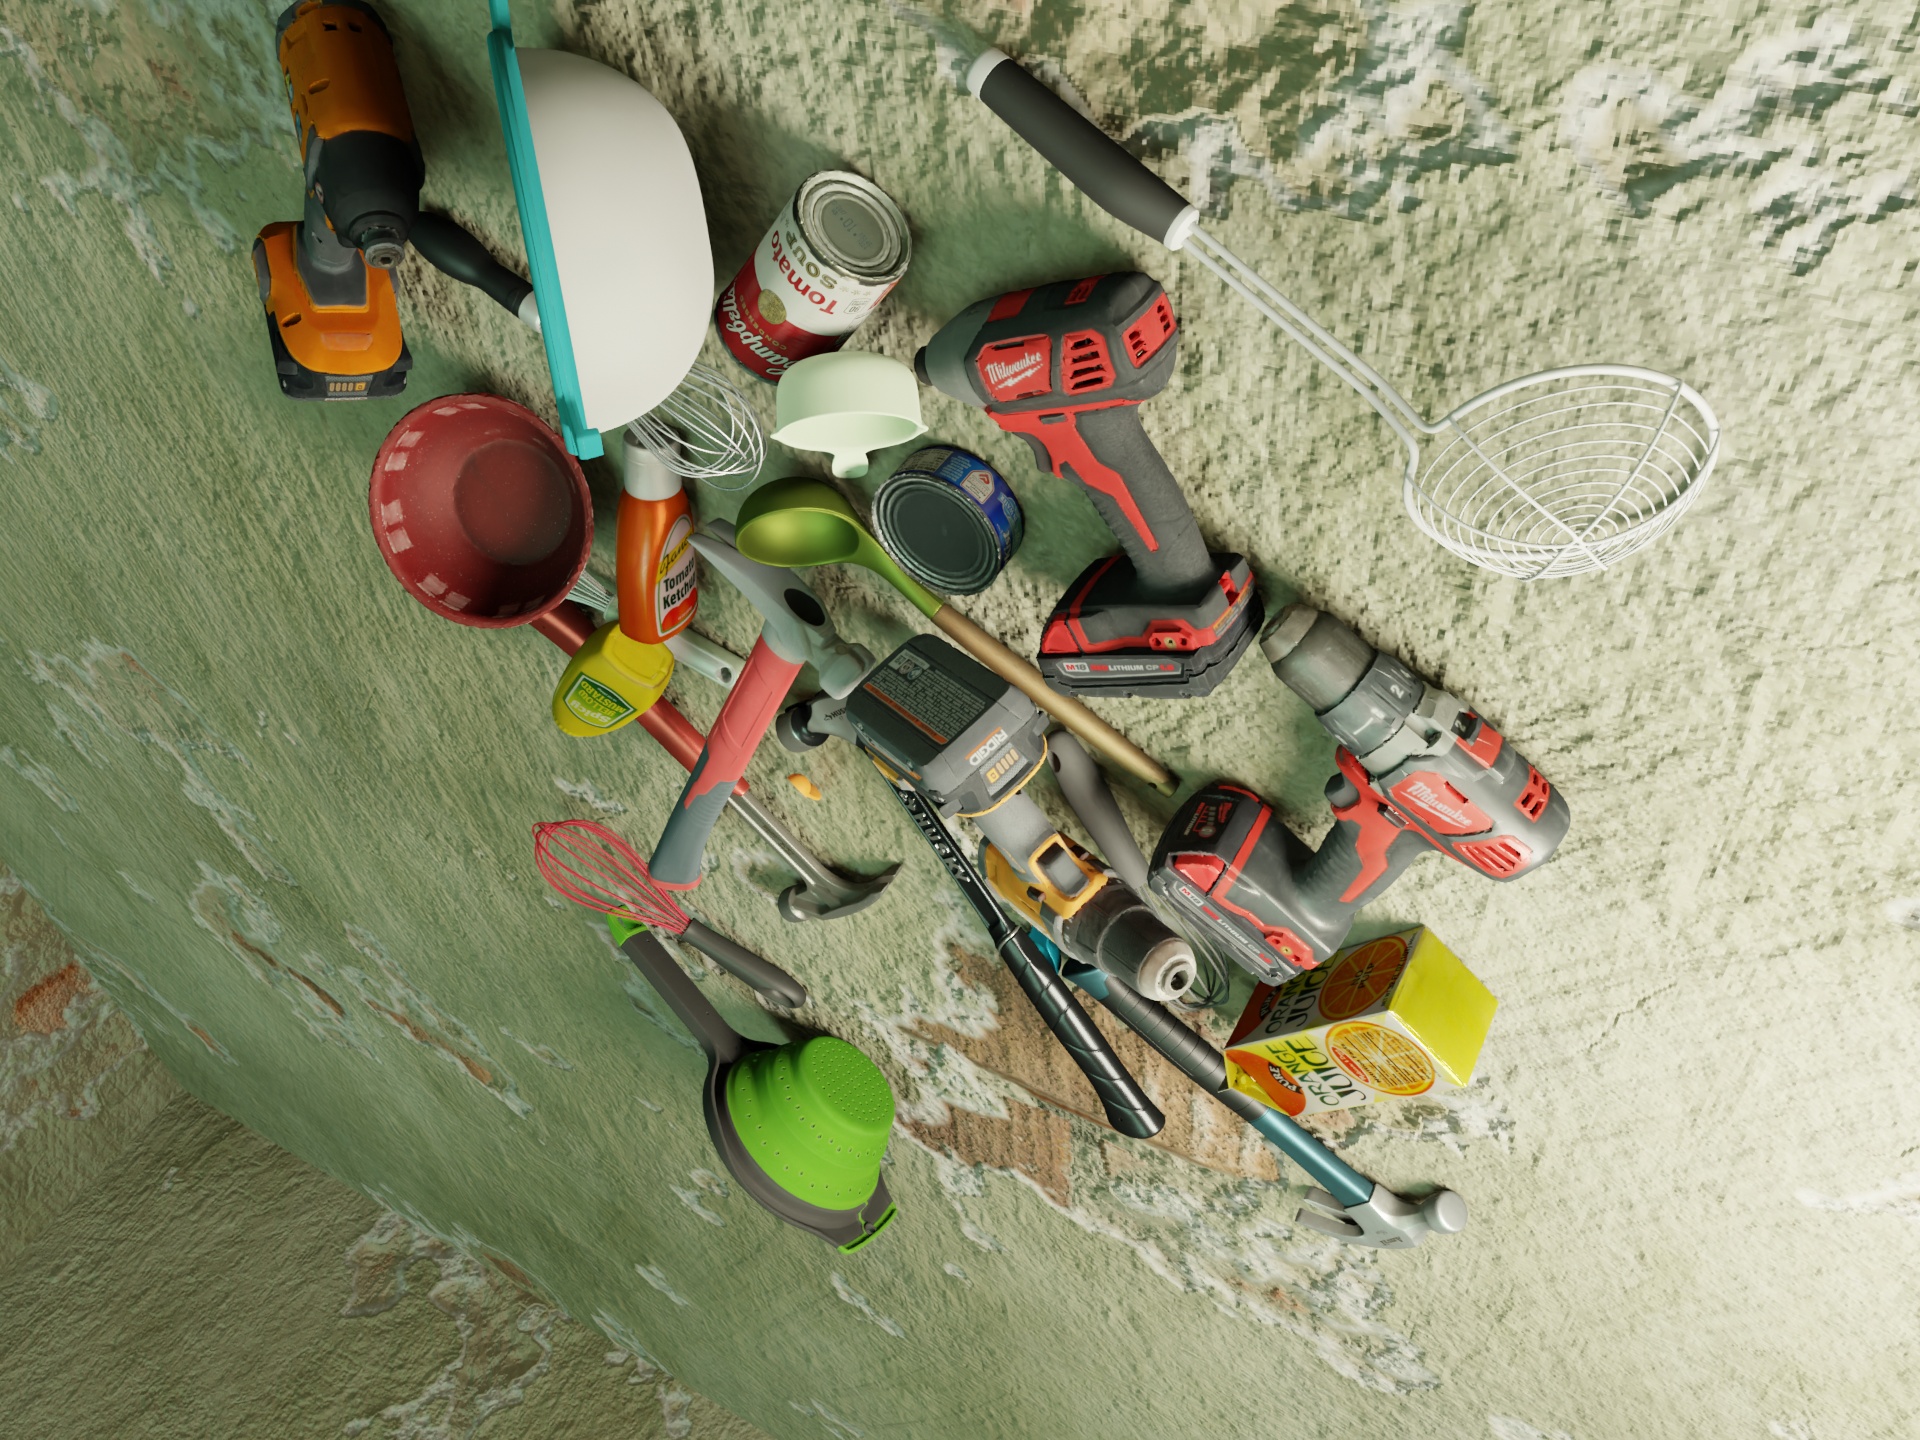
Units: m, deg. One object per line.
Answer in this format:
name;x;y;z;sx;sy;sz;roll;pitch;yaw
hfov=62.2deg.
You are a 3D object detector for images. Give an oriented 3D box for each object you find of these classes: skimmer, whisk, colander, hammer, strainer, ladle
skimmer;0.160;-0.192;0.703;0.363;0.090;0.127;42;148;10
whisk;0.115;0.103;1.057;0.055;0.055;0.238;-9;120;45
colander;-0.182;0.301;1.480;0.397;0.204;0.094;47;111;12
whisk;-0.260;-0.088;1.160;0.246;0.059;0.057;29;116;4
whisk;-0.232;-0.233;0.969;0.285;0.070;0.070;36;145;10
hammer;0.028;0.140;1.138;0.149;0.036;0.408;-20;110;49
hammer;-0.205;0.022;1.241;0.359;0.037;0.149;47;143;-14
strainer;-0.185;-0.310;0.807;0.211;0.095;0.340;-129;31;-67
ladle;0.001;-0.043;0.980;0.320;0.062;0.078;37;151;-4
hammer;0.211;0.280;1.178;0.331;0.033;0.128;40;143;-4
hammer;-0.181;0.015;1.152;0.143;0.038;0.386;44;141;6
whisk;-0.266;0.179;1.453;0.295;0.073;0.073;34;145;-6

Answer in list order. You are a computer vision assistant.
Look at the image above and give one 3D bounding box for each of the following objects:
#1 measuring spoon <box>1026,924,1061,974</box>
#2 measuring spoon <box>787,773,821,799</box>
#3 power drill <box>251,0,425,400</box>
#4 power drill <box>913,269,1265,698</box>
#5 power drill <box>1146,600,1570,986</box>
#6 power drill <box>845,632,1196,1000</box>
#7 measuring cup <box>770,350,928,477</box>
measuring spoon;0.066;0.142;1.167;0.042;0.021;0.128;33;137;25
measuring spoon;-0.111;0.047;1.167;0.021;0.011;0.117;46;178;4
power drill;-0.366;-0.286;0.946;0.226;0.084;0.164;-47;57;55
power drill;0.065;-0.120;0.825;0.143;0.078;0.219;2;129;39
power drill;0.198;0.043;0.893;0.188;0.080;0.226;40;141;-4
power drill;0.044;0.068;0.952;0.186;0.084;0.226;35;164;51
measuring cup;-0.062;-0.166;0.880;0.083;0.038;0.167;-4;178;-4
